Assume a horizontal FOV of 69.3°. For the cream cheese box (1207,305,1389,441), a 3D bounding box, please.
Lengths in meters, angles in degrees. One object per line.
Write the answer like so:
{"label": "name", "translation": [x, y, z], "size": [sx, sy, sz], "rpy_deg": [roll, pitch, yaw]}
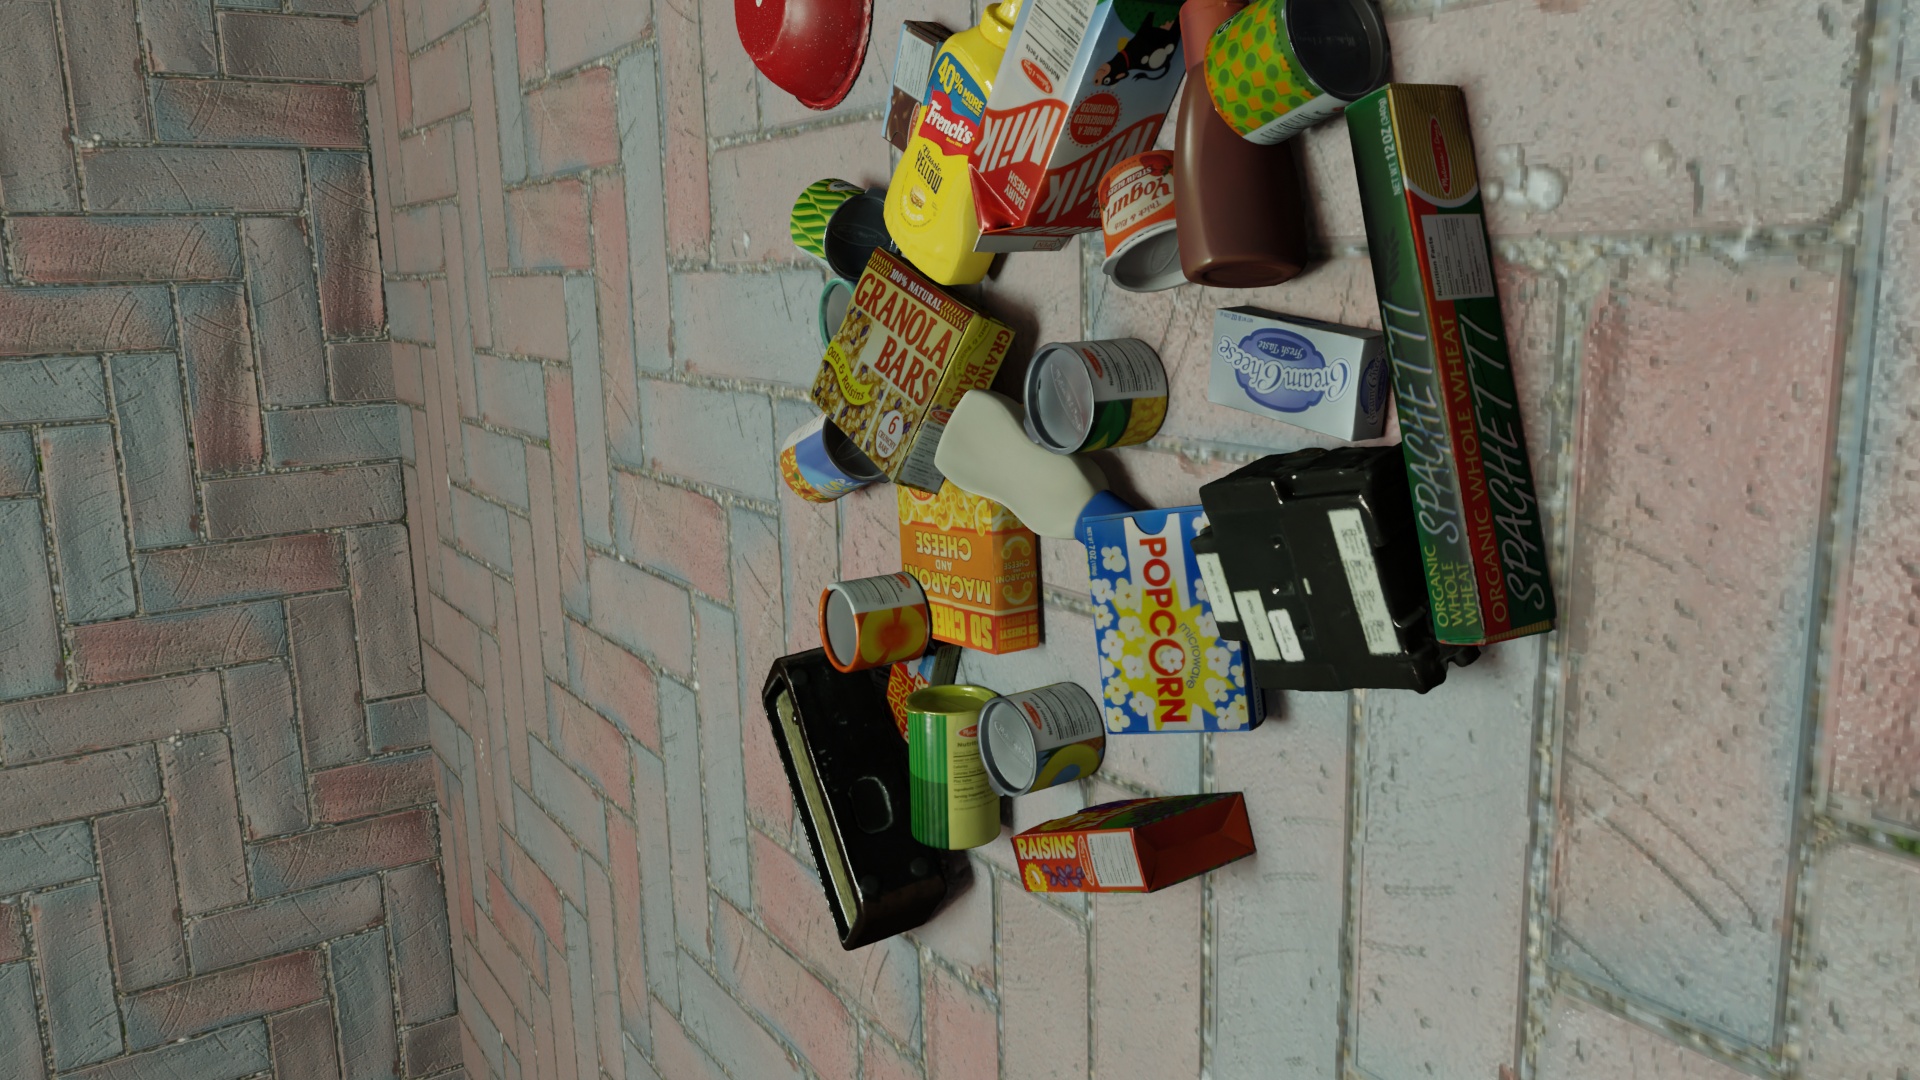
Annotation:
{"label": "cream cheese box", "translation": [0.173, -0.087, 0.714], "size": [0.104, 0.024, 0.053], "rpy_deg": [26, 119, 52]}

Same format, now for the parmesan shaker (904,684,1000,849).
{"label": "parmesan shaker", "translation": [-0.007, 0.163, 1.003], "size": [0.071, 0.071, 0.102], "rpy_deg": [15, 110, 55]}

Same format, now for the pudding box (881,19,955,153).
{"label": "pudding box", "translation": [-0.025, -0.310, 0.959], "size": [0.050, 0.030, 0.083], "rpy_deg": [45, 132, 41]}

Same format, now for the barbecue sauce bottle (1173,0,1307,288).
{"label": "barbecue sauce bottle", "translation": [0.138, -0.205, 0.709], "size": [0.043, 0.065, 0.148], "rpy_deg": [151, 117, -68]}

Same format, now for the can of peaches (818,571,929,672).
{"label": "can of peaches", "translation": [-0.063, 0.061, 1.002], "size": [0.071, 0.058, 0.071], "rpy_deg": [19, 112, 56]}

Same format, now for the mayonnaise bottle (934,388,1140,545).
{"label": "mayonnaise bottle", "translation": [0.054, -0.035, 0.859], "size": [0.148, 0.041, 0.064], "rpy_deg": [36, 111, 26]}

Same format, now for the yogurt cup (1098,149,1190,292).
{"label": "yogurt cup", "translation": [0.108, -0.176, 0.759], "size": [0.072, 0.072, 0.054], "rpy_deg": [-41, 55, 53]}

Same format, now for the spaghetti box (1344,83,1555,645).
{"label": "spaghetti box", "translation": [0.219, -0.078, 0.622], "size": [0.028, 0.050, 0.250], "rpy_deg": [-11, 88, 59]}

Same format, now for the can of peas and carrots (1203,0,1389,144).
{"label": "can of peas and carrots", "translation": [0.158, -0.233, 0.663], "size": [0.058, 0.071, 0.071], "rpy_deg": [-15, 85, 58]}

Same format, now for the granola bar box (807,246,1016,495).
{"label": "granola bar box", "translation": [-0.039, -0.121, 0.962], "size": [0.124, 0.039, 0.166], "rpy_deg": [-63, 35, 13]}

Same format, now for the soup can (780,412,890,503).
{"label": "soup can", "translation": [-0.094, -0.067, 1.090], "size": [0.083, 0.071, 0.071], "rpy_deg": [-22, 79, 57]}

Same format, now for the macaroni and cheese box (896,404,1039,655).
{"label": "macaroni and cheese box", "translation": [0.003, -0.012, 0.975], "size": [0.123, 0.040, 0.166], "rpy_deg": [9, 104, 57]}

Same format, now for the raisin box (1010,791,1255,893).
{"label": "raisin box", "translation": [0.100, 0.181, 0.829], "size": [0.123, 0.086, 0.040], "rpy_deg": [-23, 80, 56]}

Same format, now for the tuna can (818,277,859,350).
{"label": "tuna can", "translation": [-0.082, -0.173, 1.075], "size": [0.071, 0.033, 0.071], "rpy_deg": [19, 113, 53]}

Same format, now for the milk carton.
{"label": "milk carton", "translation": [0.065, -0.246, 0.799], "size": [0.074, 0.072, 0.189], "rpy_deg": [55, 138, 34]}

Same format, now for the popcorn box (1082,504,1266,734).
{"label": "popcorn box", "translation": [0.120, 0.044, 0.780], "size": [0.085, 0.038, 0.126], "rpy_deg": [-6, 93, 28]}

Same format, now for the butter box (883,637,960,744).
{"label": "butter box", "translation": [-0.030, 0.106, 1.068], "size": [0.053, 0.024, 0.103], "rpy_deg": [43, 131, 44]}

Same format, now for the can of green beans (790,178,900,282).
{"label": "can of green beans", "translation": [-0.086, -0.232, 1.037], "size": [0.058, 0.071, 0.071], "rpy_deg": [37, 127, 48]}

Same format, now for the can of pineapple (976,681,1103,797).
{"label": "can of pineapple", "translation": [0.052, 0.131, 0.918], "size": [0.071, 0.058, 0.070], "rpy_deg": [19, 112, 54]}

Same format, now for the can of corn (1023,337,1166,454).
{"label": "can of corn", "translation": [0.079, -0.085, 0.826], "size": [0.071, 0.058, 0.071], "rpy_deg": [19, 113, 54]}
